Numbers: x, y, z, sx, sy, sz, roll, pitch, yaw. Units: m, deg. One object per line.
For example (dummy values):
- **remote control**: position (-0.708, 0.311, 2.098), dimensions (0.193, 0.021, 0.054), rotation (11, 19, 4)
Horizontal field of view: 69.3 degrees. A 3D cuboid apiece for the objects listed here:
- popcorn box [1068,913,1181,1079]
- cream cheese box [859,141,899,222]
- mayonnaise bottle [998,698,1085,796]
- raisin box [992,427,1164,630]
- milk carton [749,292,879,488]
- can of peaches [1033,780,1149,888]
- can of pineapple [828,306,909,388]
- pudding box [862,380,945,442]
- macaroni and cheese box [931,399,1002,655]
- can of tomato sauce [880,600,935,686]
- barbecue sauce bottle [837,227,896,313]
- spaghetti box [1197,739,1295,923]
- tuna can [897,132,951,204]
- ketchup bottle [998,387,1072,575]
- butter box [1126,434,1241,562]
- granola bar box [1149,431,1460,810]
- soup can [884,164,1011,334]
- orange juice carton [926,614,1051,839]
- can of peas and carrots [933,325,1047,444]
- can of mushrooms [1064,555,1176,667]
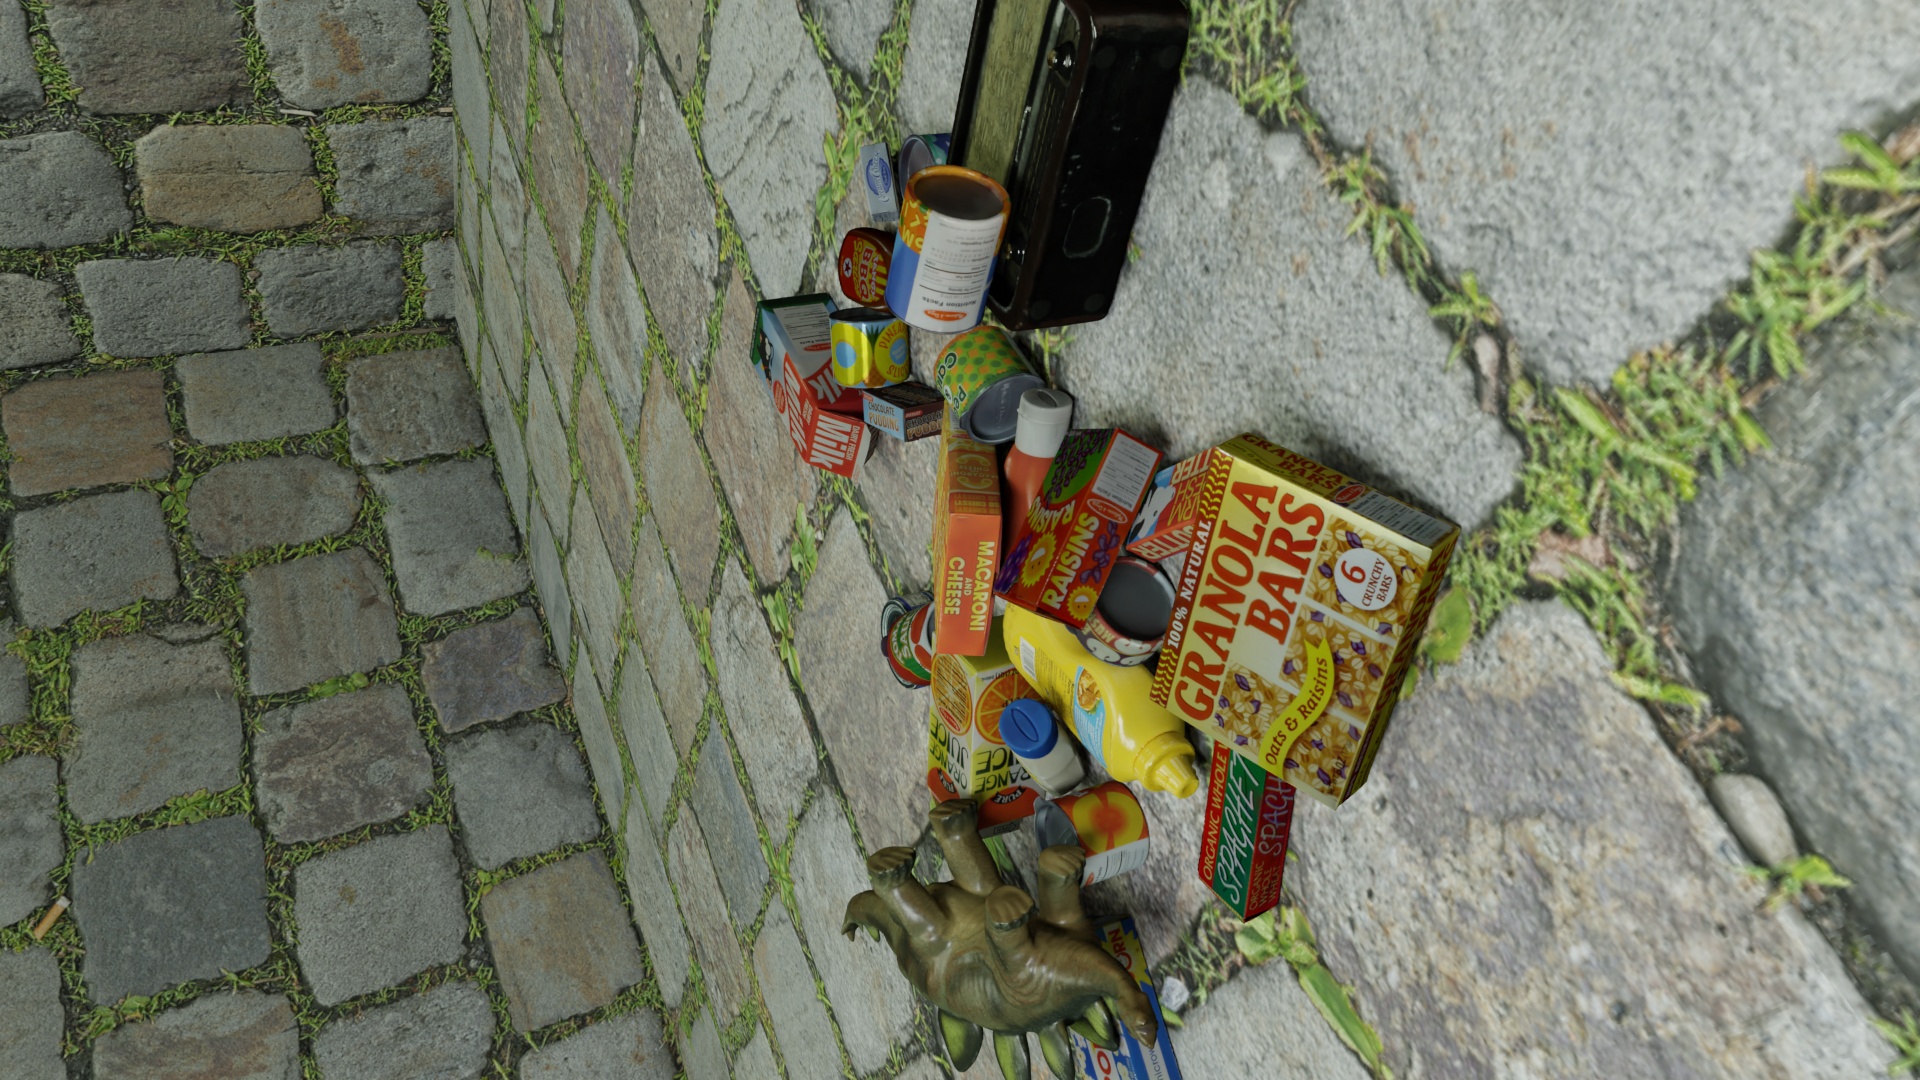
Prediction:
- **popcorn box**: position (0.112, 0.349, 1.043), dimensions (0.085, 0.038, 0.127), rotation (-36, 68, 62)
- **cream cheese box**: position (-0.063, -0.283, 1.105), dimensions (0.104, 0.024, 0.053), rotation (-103, 4, -81)
- **mayonnaise bottle**: position (0.056, 0.144, 0.991), dimensions (0.065, 0.041, 0.147), rotation (52, 178, 20)
- **raisin box**: position (0.073, -0.010, 0.886), dimensions (0.123, 0.040, 0.086), rotation (-65, 18, -4)
- **milk carton**: position (-0.125, -0.138, 1.277), dimensions (0.191, 0.074, 0.072), rotation (59, 148, 33)
- **can of peaches**: position (0.093, 0.210, 1.001), dimensions (0.071, 0.058, 0.071), rotation (37, 133, 54)
- **can of pineapple**: position (-0.075, -0.164, 1.176), dimensions (0.071, 0.071, 0.057), rotation (31, 128, 56)
- **pudding box**: position (-0.042, -0.108, 1.150), dimensions (0.084, 0.050, 0.030), rotation (32, 130, 57)
- **macaroni and cheese box**: position (0.004, -0.013, 1.035), dimensions (0.167, 0.040, 0.123), rotation (-94, 9, -57)
- **can of tomato sauce**: position (-0.019, 0.083, 1.159), dimensions (0.083, 0.071, 0.071), rotation (-29, 75, 62)
- **barbecue sauce bottle**: position (-0.051, -0.213, 1.131), dimensions (0.149, 0.044, 0.064), rotation (35, 124, 54)
- **spaghetti box**: position (0.177, 0.113, 0.825), dimensions (0.050, 0.029, 0.248), rotation (39, 134, 52)
- **tuna can**: position (-0.018, -0.273, 1.051), dimensions (0.071, 0.033, 0.070), rotation (36, 132, 54)
- **ketchup bottle**: position (0.053, -0.035, 0.995), dimensions (0.065, 0.043, 0.148), rotation (-125, 34, -52)
- **butter box**: position (0.139, -0.023, 0.823), dimensions (0.103, 0.024, 0.053), rotation (-27, 40, 63)
- **granola bar box**: position (0.176, 0.042, 0.734), dimensions (0.124, 0.039, 0.164), rotation (30, 126, 30)
- **soup can**: position (-0.009, -0.184, 0.869), dimensions (0.071, 0.071, 0.083), rotation (58, 147, 35)
- **orange juice carton**: position (0.022, 0.162, 1.108), dimensions (0.073, 0.072, 0.191), rotation (40, 135, 52)
- **can of peas and carrots**: position (0.019, -0.112, 1.001), dimensions (0.059, 0.071, 0.070), rotation (59, 148, 35)
- **can of mushrooms**: position (0.104, 0.046, 0.896), dimensions (0.071, 0.071, 0.033), rotation (67, 150, 21)
